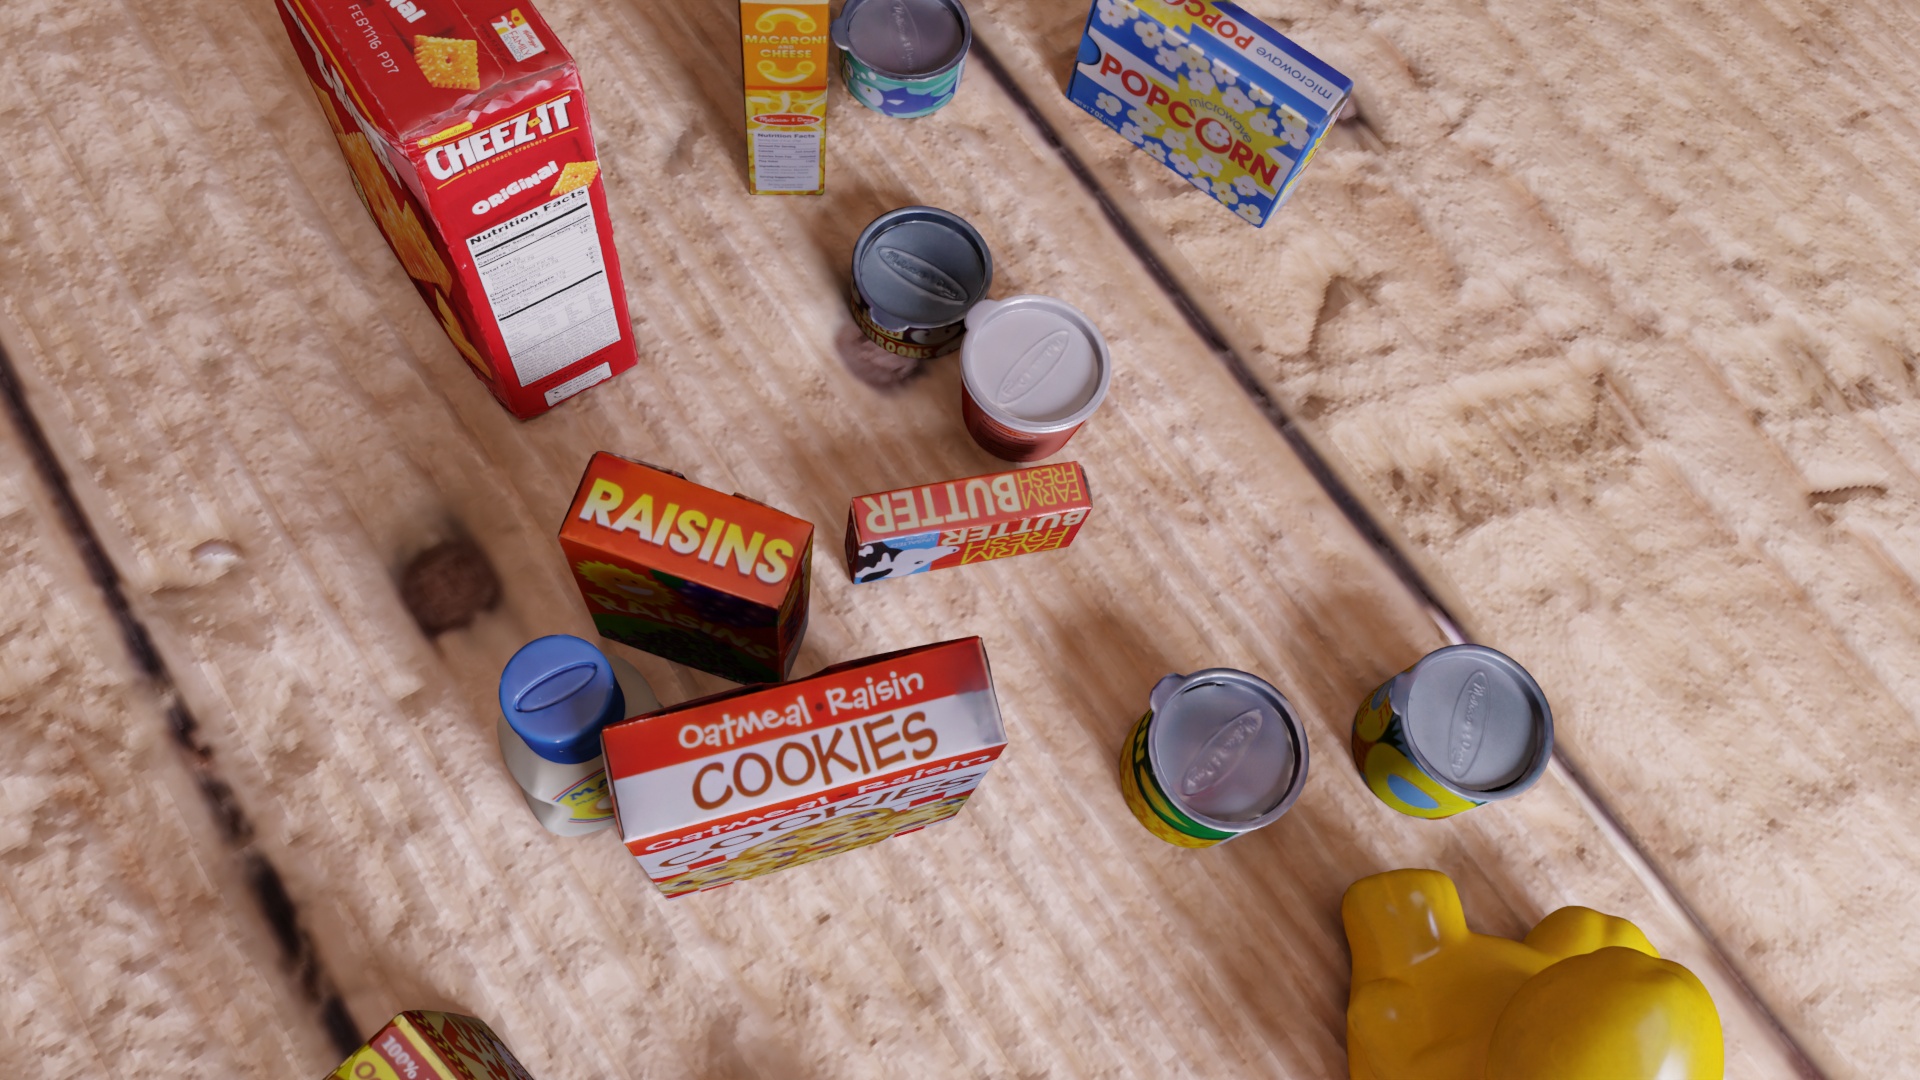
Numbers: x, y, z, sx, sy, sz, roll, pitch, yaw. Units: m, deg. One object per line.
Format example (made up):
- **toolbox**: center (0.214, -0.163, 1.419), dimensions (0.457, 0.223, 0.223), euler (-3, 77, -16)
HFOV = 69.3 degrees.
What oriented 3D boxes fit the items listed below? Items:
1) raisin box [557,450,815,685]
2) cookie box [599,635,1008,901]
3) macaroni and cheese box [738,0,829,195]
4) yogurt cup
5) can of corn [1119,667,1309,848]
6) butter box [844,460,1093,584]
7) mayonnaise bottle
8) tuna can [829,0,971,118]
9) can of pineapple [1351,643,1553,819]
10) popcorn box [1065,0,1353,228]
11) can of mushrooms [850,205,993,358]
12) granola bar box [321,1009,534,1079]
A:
- **raisin box**: center (-0.104, 0.016, 0.548), dimensions (0.086, 0.123, 0.040), euler (19, 69, 0)
- **cookie box**: center (-0.057, 0.087, 0.504), dimensions (0.123, 0.166, 0.040), euler (-14, 72, -12)
- **macaroni and cheese box**: center (-0.081, -0.256, 0.632), dimensions (0.040, 0.165, 0.124), euler (-2, 70, -8)
- **yogurt cup**: center (0.031, -0.070, 0.635), dimensions (0.072, 0.053, 0.072), euler (2, 69, -6)
- **can of corn**: center (0.102, 0.091, 0.580), dimensions (0.071, 0.058, 0.071), euler (2, 69, -6)
- **butter box**: center (0.002, -0.008, 0.608), dimensions (0.104, 0.053, 0.024), euler (-10, 71, -11)
- **mayonnaise bottle**: center (-0.137, 0.072, 0.509), dimensions (0.065, 0.147, 0.041), euler (-28, 76, -16)
- **tuna can**: center (-0.031, -0.251, 0.707), dimensions (0.071, 0.032, 0.071), euler (2, 69, -6)
- **can of pineapple**: center (0.208, 0.082, 0.597), dimensions (0.071, 0.057, 0.071), euler (2, 69, -6)
- **popcorn box**: center (0.120, -0.222, 0.687), dimensions (0.127, 0.085, 0.038), euler (36, 70, 7)
- **can of mushrooms**: center (-0.021, -0.120, 0.659), dimensions (0.071, 0.033, 0.071), euler (2, 69, -6)
- **granola bar box**: center (-0.134, 0.232, 0.462), dimensions (0.039, 0.123, 0.166), euler (-41, 79, -19)
